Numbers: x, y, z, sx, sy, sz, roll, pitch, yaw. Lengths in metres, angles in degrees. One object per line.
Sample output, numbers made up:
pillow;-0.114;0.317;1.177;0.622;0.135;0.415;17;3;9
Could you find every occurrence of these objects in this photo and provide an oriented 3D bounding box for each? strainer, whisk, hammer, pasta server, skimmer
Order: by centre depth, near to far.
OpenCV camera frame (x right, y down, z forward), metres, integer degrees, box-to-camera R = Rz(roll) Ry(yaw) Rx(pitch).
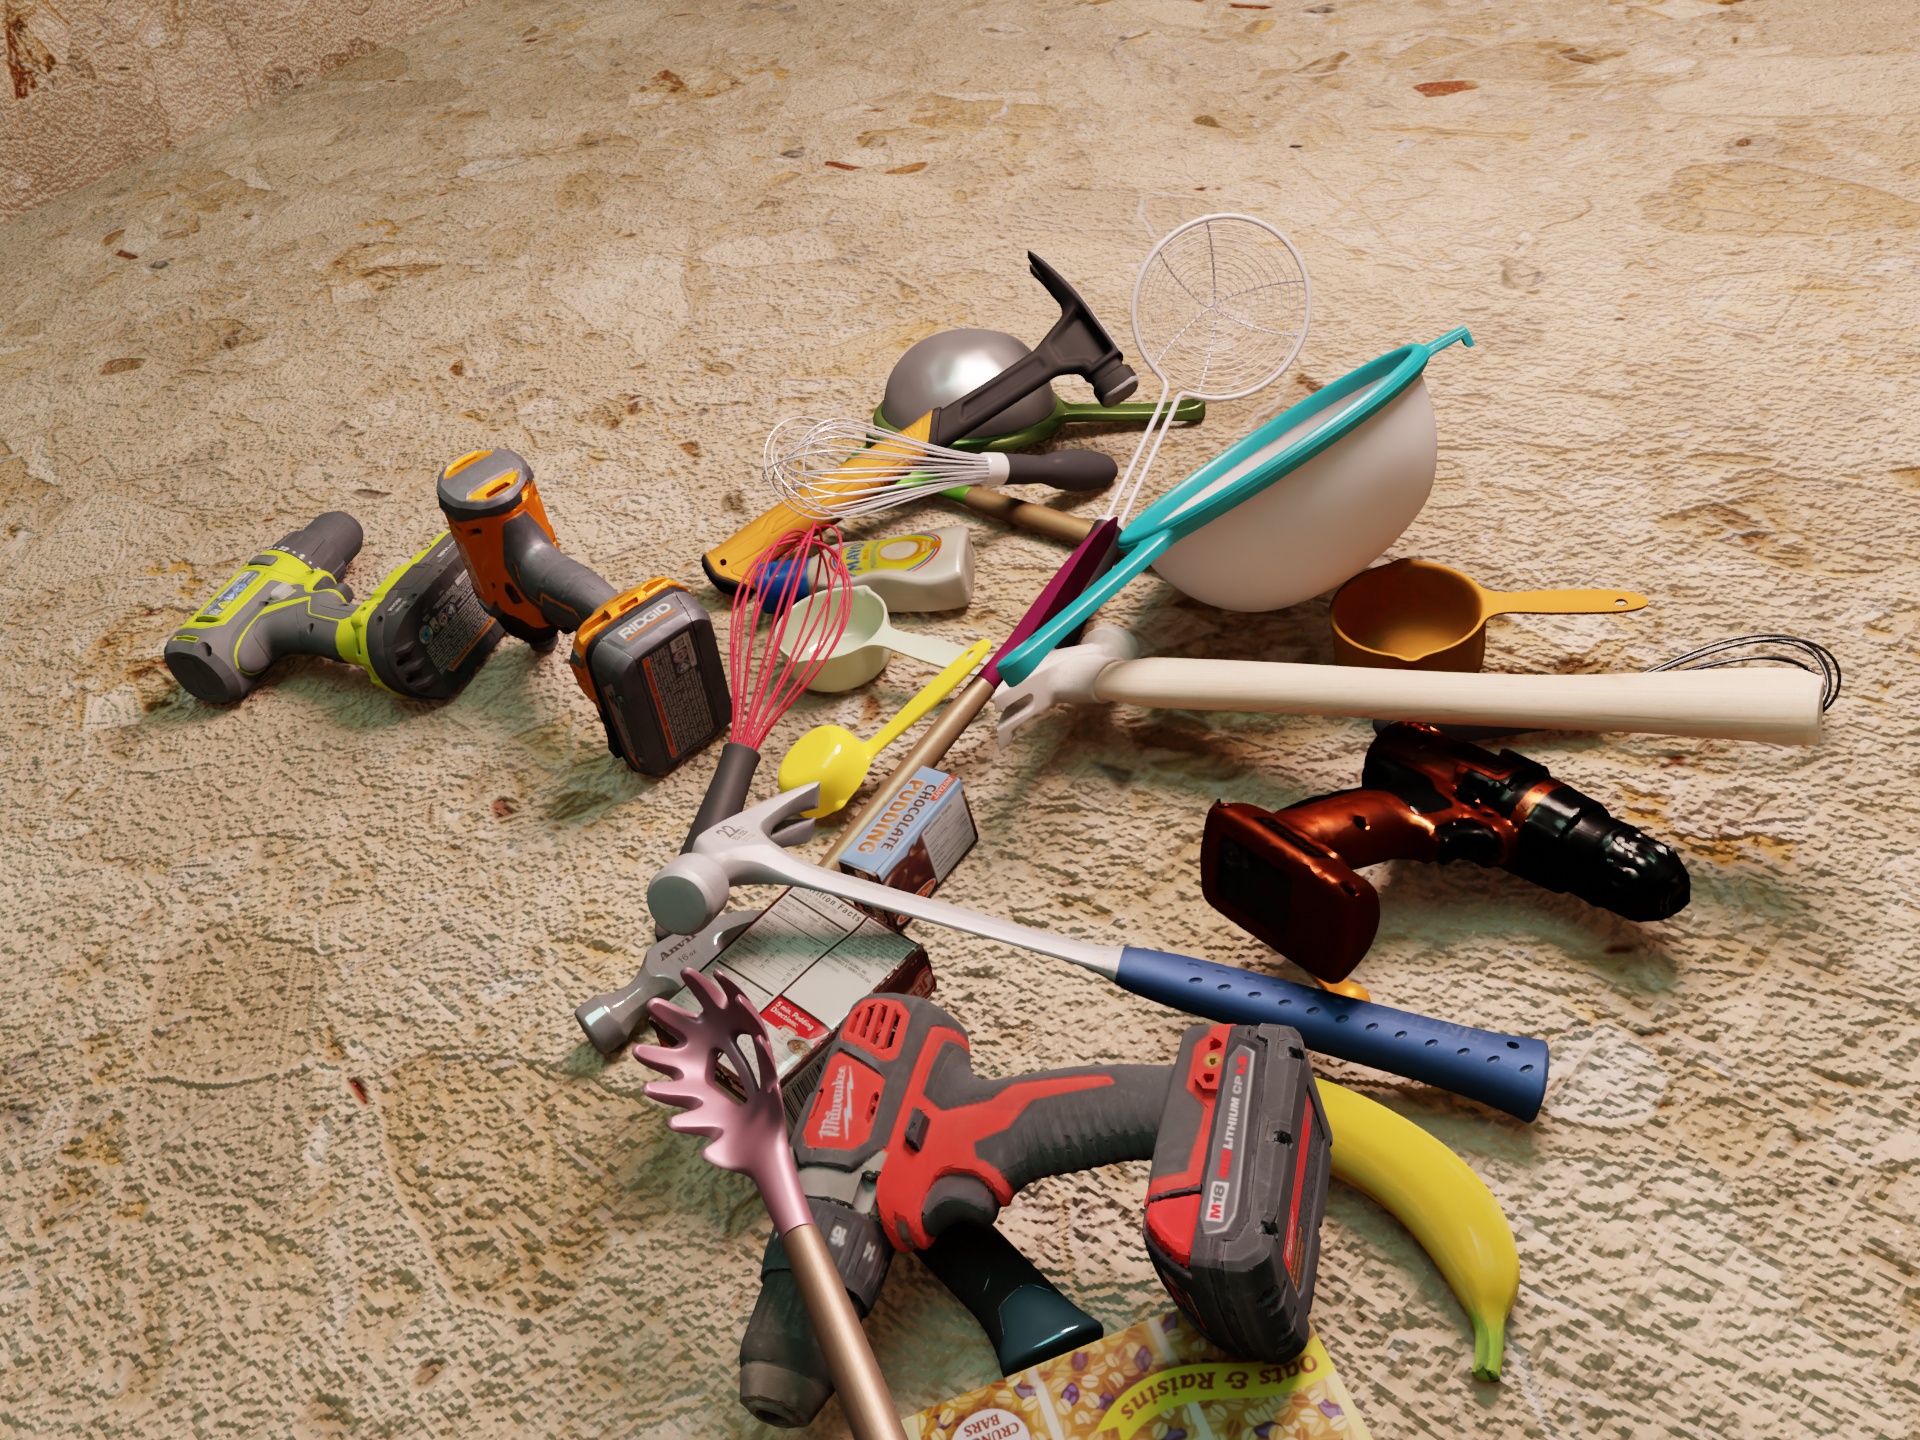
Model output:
pasta server;-0.057;0.216;0.602;0.060;0.040;0.317;-43;43;8
hammer;0.066;0.109;0.753;0.405;0.035;0.144;14;19;12
hammer;-0.057;0.196;0.765;0.128;0.033;0.331;-36;44;-21
hammer;0.217;-0.011;0.832;0.411;0.038;0.146;3;20;32
whisk;0.347;-0.011;0.868;0.239;0.055;0.055;-6;41;16
strainer;0.162;-0.092;0.925;0.340;0.095;0.211;-40;9;-26
whisk;-0.125;0.003;0.954;0.073;0.073;0.296;4;61;22
skimmer;0.133;-0.187;1.061;0.127;0.090;0.363;30;61;-8
whisk;-0.006;-0.173;1.084;0.284;0.070;0.070;-6;32;-33
hammer;-0.044;-0.200;1.147;0.337;0.034;0.127;-34;78;-1
strainer;0.057;-0.259;1.209;0.256;0.069;0.152;2;32;11

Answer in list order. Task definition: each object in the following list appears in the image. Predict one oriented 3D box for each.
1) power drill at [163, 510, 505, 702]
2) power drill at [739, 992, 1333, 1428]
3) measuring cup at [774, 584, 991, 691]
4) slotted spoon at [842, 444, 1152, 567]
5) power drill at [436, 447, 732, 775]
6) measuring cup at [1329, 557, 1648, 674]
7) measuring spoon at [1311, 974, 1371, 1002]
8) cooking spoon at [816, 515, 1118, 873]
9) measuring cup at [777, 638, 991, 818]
power drill;-0.450;-0.091;1.184;0.228;0.080;0.191;3;44;24
power drill;0.024;0.202;0.646;0.227;0.080;0.188;-2;45;25
measuring cup;-0.044;-0.040;1.029;0.168;0.038;0.083;16;49;29
slotted spoon;0.029;-0.156;1.148;0.314;0.031;0.070;24;48;35
power drill;-0.249;-0.064;1.047;0.084;0.164;0.227;-37;57;-24
measuring cup;0.302;-0.048;0.919;0.173;0.052;0.095;-2;42;13
measuring spoon;0.173;0.107;0.810;0.021;0.011;0.117;-22;41;-8
cooking spoon;-0.001;-0.003;0.933;0.017;0.068;0.319;35;72;12
measuring cup;-0.047;-0.003;0.942;0.156;0.029;0.062;-41;30;11
